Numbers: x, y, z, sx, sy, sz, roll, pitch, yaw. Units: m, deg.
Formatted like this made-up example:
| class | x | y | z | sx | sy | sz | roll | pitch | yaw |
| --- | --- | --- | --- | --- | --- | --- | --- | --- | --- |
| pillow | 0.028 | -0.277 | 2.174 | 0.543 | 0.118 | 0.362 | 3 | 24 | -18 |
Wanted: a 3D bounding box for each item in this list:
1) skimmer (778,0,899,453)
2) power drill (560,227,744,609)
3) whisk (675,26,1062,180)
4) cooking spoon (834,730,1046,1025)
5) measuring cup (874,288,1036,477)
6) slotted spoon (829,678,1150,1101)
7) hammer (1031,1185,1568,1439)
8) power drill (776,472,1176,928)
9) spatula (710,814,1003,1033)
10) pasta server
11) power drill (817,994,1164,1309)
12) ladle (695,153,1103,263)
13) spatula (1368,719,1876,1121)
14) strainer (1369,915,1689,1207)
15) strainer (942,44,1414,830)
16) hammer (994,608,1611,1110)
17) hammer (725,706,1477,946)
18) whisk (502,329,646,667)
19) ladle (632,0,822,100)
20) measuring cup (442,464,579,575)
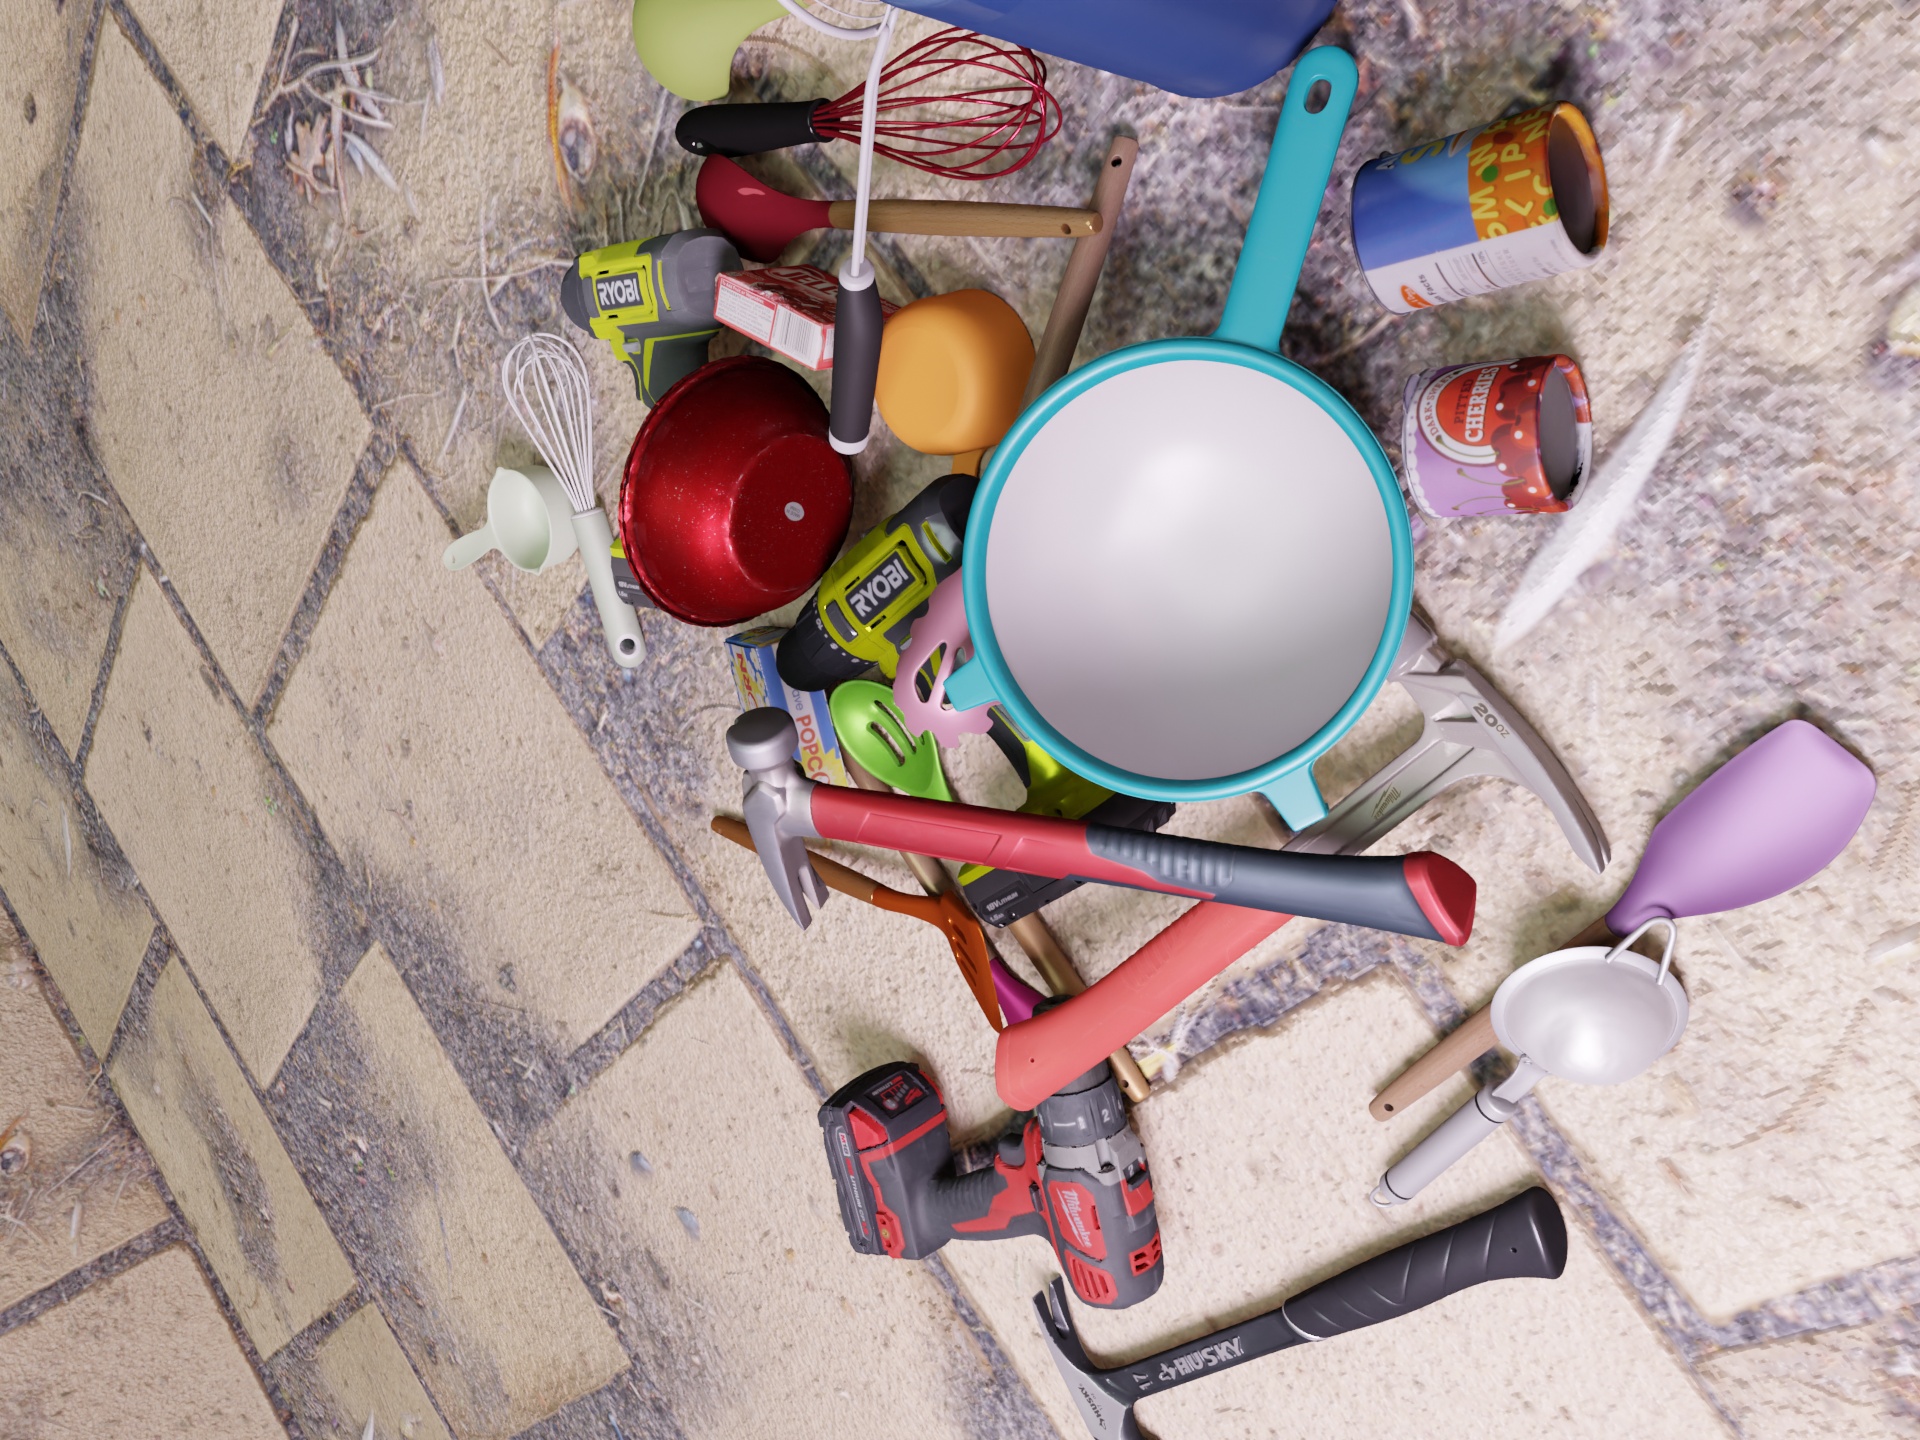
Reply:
| class | x | y | z | sx | sy | sz | roll | pitch | yaw |
| --- | --- | --- | --- | --- | --- | --- | --- | --- | --- |
| skimmer | -0.073 | -0.269 | 0.754 | 0.090 | 0.127 | 0.363 | 18 | 146 | 6 |
| power drill | -0.186 | -0.188 | 1.005 | 0.171 | 0.080 | 0.223 | 11 | 115 | 49 |
| whisk | -0.061 | -0.326 | 0.859 | 0.296 | 0.073 | 0.073 | 14 | 116 | 42 |
| cooking spoon | 0.003 | 0.133 | 1.018 | 0.068 | 0.017 | 0.319 | -40 | 80 | 44 |
| measuring cup | -0.012 | -0.151 | 0.889 | 0.095 | 0.052 | 0.173 | 24 | 120 | 33 |
| slotted spoon | 0.021 | 0.102 | 0.984 | 0.314 | 0.031 | 0.070 | 55 | 132 | 8 |
| hammer | 0.187 | 0.351 | 0.932 | 0.149 | 0.036 | 0.409 | 56 | 134 | 11 |
| power drill | -0.001 | -0.003 | 0.908 | 0.190 | 0.080 | 0.228 | -36 | 88 | 44 |
| spatula | -0.075 | 0.112 | 1.042 | 0.323 | 0.041 | 0.081 | 17 | 128 | 45 |
| pasta server | 0.032 | -0.136 | 0.802 | 0.060 | 0.040 | 0.316 | 19 | 96 | 7 |
| power drill | 0.017 | 0.263 | 1.002 | 0.227 | 0.080 | 0.188 | -7 | 99 | 41 |
| ladle | -0.048 | -0.274 | 0.865 | 0.316 | 0.031 | 0.069 | 18 | 143 | 41 |
| spatula | 0.293 | 0.112 | 0.749 | 0.060 | 0.018 | 0.315 | 42 | 131 | 7 |
| strainer | 0.269 | 0.185 | 0.780 | 0.087 | 0.050 | 0.258 | 22 | 135 | -4 |
| strainer | 0.130 | -0.131 | 0.750 | 0.211 | 0.095 | 0.340 | 19 | 101 | 21 |
| hammer | 0.147 | 0.110 | 0.821 | 0.359 | 0.036 | 0.149 | -45 | 75 | 31 |
| hammer | 0.061 | 0.078 | 0.812 | 0.386 | 0.038 | 0.143 | 7 | 131 | 26 |
| whisk | -0.268 | -0.155 | 1.131 | 0.059 | 0.058 | 0.246 | -145 | 39 | -72 |
| ladle | -0.055 | -0.397 | 0.844 | 0.320 | 0.062 | 0.078 | -1 | 121 | 35 |
| measuring cup | -0.341 | -0.143 | 1.203 | 0.167 | 0.038 | 0.083 | -14 | 97 | 46 |
